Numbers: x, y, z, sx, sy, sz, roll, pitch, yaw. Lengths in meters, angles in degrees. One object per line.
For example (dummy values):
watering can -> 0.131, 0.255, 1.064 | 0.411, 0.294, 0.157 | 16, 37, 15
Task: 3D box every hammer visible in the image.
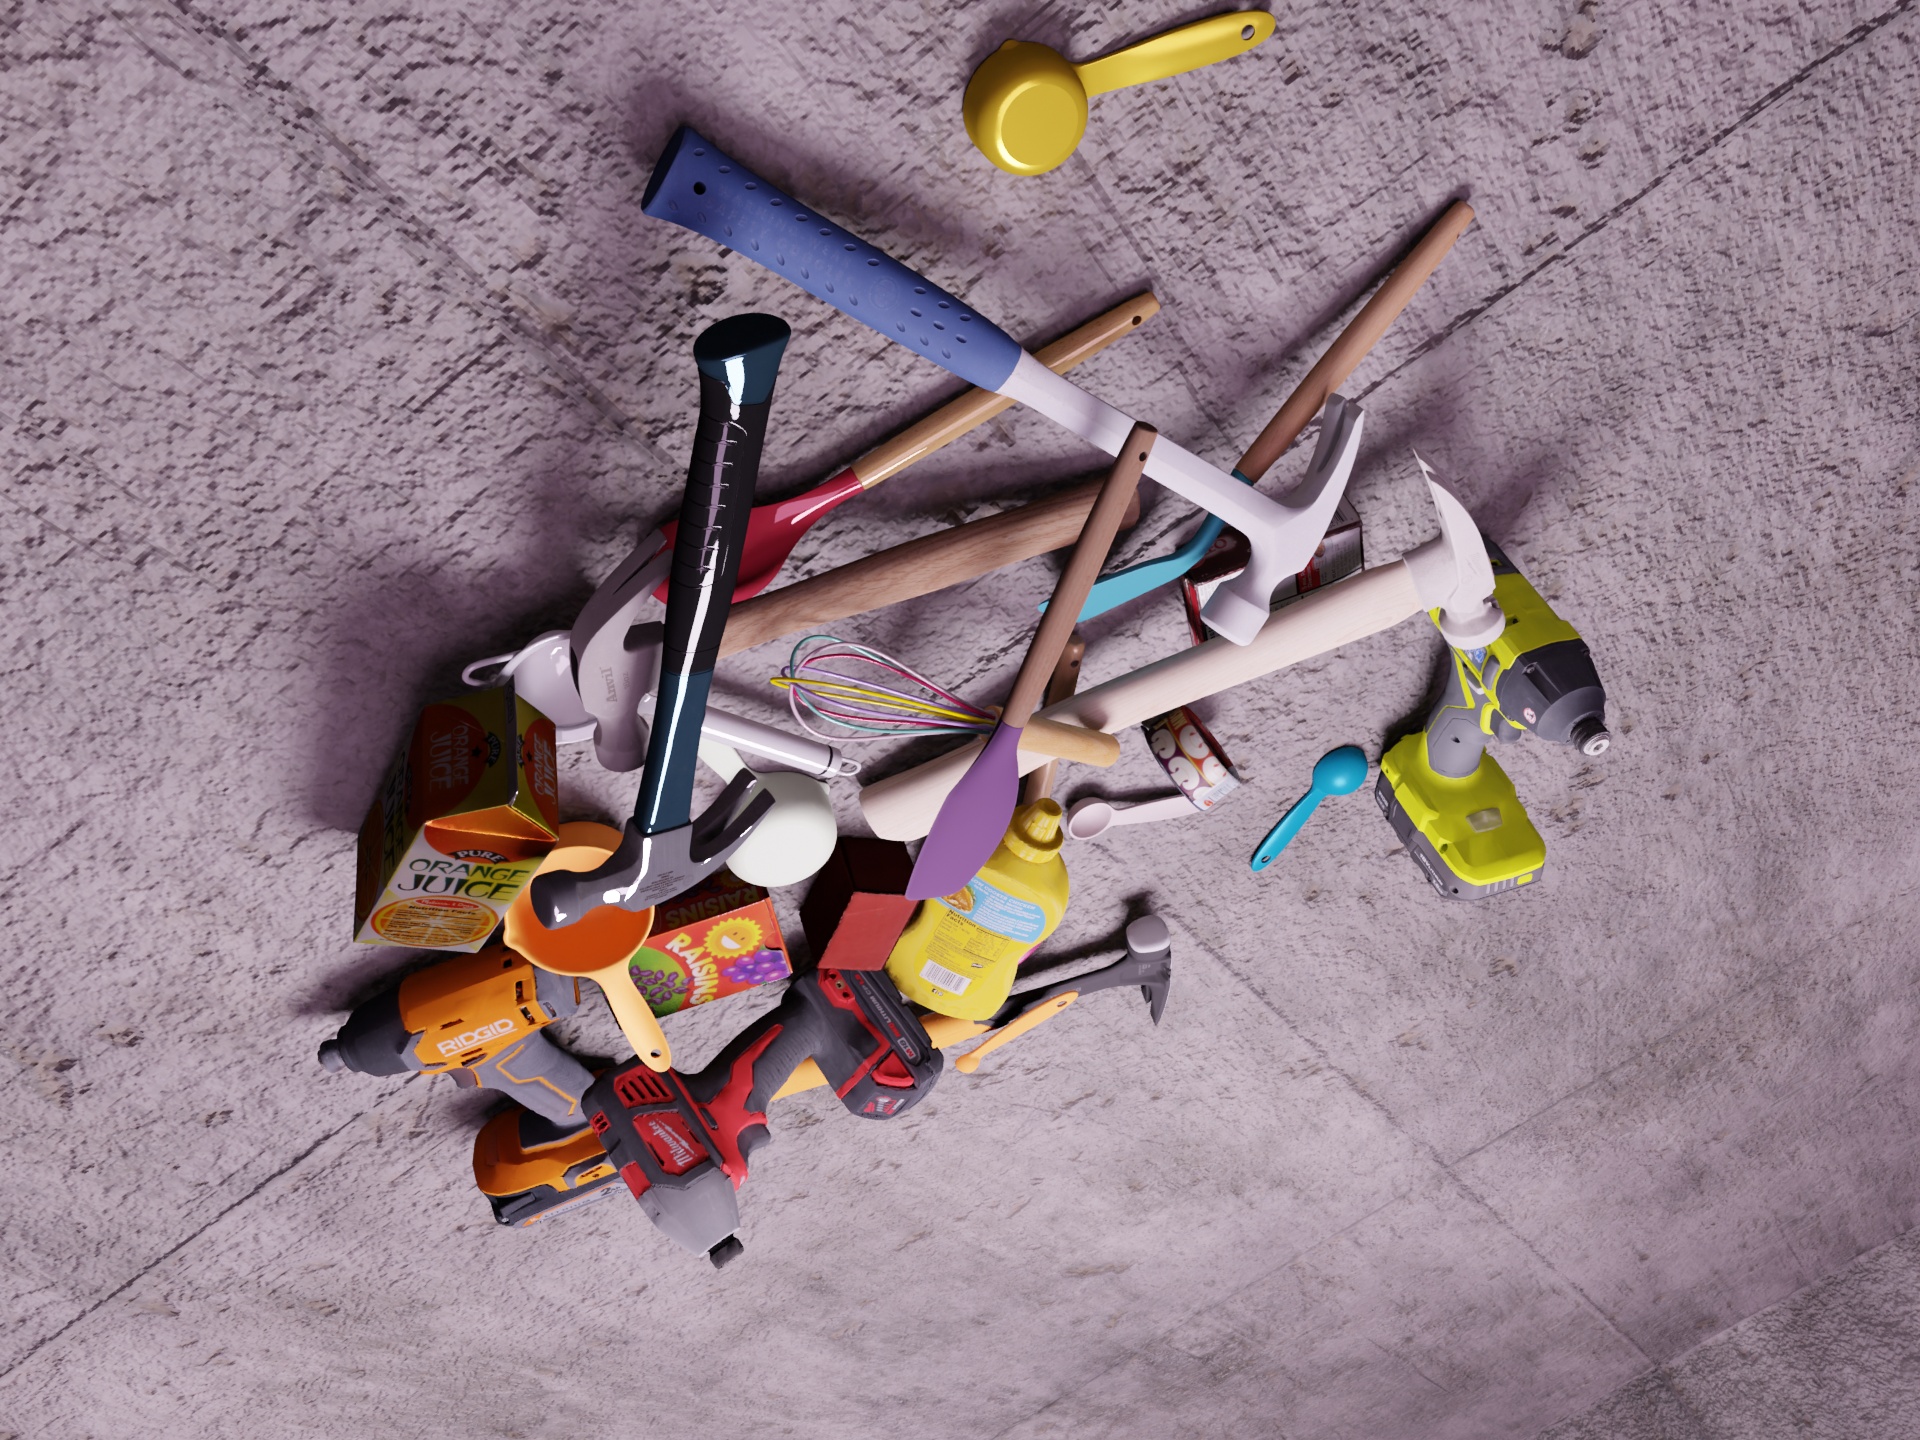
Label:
hammer -> -0.001, 0.233, 1.210 | 0.337, 0.034, 0.127 | -15, 143, -6
hammer -> 0.035, -0.176, 0.796 | 0.405, 0.035, 0.144 | 24, 106, -28
hammer -> 0.120, -0.027, 0.974 | 0.410, 0.038, 0.146 | -24, 135, 13
hammer -> -0.132, -0.039, 0.778 | 0.128, 0.033, 0.330 | -14, 133, -39
hammer -> -0.050, -0.077, 0.864 | 0.331, 0.031, 0.130 | -20, 139, -18

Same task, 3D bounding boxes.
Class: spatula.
spatula -> 0.169, -0.165, 0.896 | 0.317, 0.044, 0.082 | -50, 160, 13
spatula -> 0.040, -0.021, 0.866 | 0.059, 0.018, 0.315 | -4, 130, -38

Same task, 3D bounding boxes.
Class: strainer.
strainer -> -0.163, -0.005, 0.906 | 0.258, 0.050, 0.087 | 20, 124, -35

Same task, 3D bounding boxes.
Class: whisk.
whisk -> -0.003, -0.003, 0.903 | 0.244, 0.051, 0.047 | 13, 144, -38

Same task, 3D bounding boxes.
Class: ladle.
ladle -> -0.032, -0.143, 0.851 | 0.315, 0.031, 0.069 | -30, 138, 4

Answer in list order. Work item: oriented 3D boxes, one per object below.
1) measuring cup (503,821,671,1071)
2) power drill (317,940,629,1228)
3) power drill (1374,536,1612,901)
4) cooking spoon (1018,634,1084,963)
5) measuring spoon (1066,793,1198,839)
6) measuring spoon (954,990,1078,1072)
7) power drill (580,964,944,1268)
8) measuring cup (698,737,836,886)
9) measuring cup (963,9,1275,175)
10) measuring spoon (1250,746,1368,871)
measuring cup -> -0.219, 0.140, 0.988 | 0.095, 0.052, 0.173 | -22, 117, -4
power drill -> -0.310, 0.244, 1.065 | 0.164, 0.084, 0.226 | -20, 132, -4
power drill -> 0.353, 0.013, 1.060 | 0.080, 0.171, 0.223 | -15, 139, -11
cooking spoon -> 0.049, 0.068, 1.090 | 0.068, 0.017, 0.318 | -4, 133, -16
measuring spoon -> 0.127, 0.060, 1.122 | 0.124, 0.018, 0.034 | -7, 132, -26
measuring spoon -> 0.043, 0.235, 1.192 | 0.117, 0.011, 0.021 | -36, 140, 21
power drill -> -0.126, 0.255, 1.058 | 0.219, 0.143, 0.078 | -25, 161, -37
measuring cup -> -0.133, 0.047, 0.977 | 0.083, 0.038, 0.167 | -28, 137, 5
measuring cup -> 0.078, -0.299, 0.743 | 0.156, 0.029, 0.062 | -19, 136, -2
measuring spoon -> 0.258, 0.073, 1.179 | 0.042, 0.021, 0.128 | 15, 123, -33
